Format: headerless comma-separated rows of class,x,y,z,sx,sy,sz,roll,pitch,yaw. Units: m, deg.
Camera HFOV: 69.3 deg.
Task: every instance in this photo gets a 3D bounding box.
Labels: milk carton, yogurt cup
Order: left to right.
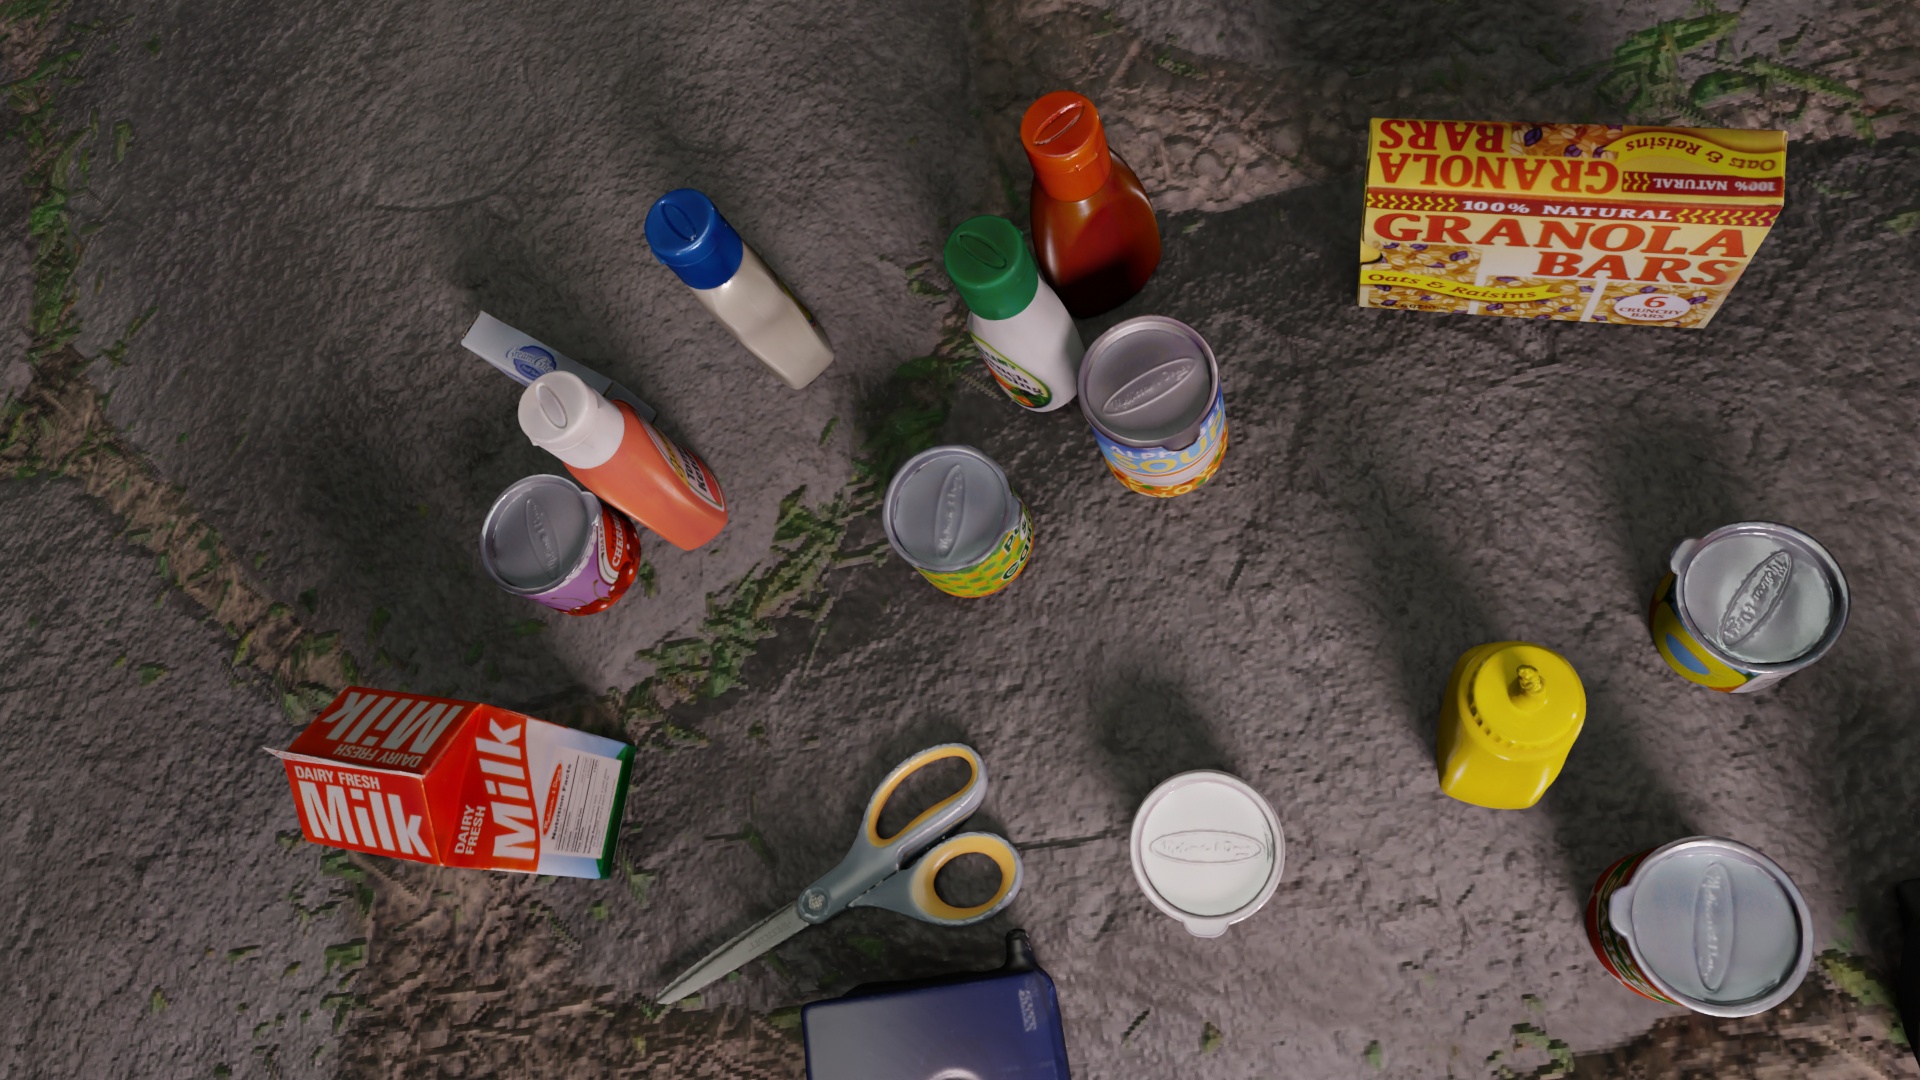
milk carton,-0.234,0.115,0.655,0.072,0.190,0.073,5,76,16
yogurt cup,0.114,0.141,0.633,0.072,0.054,0.072,-4,73,13

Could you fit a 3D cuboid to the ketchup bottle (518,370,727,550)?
ketchup bottle,-0.171,-0.042,0.708,0.043,0.148,0.065,-36,69,2

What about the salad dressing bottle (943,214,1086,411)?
salad dressing bottle,0.027,-0.109,0.679,0.064,0.147,0.044,39,87,21

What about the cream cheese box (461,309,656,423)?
cream cheese box,-0.228,-0.092,0.789,0.104,0.053,0.024,27,83,20

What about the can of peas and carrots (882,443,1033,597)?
can of peas and carrots,0.003,-0.009,0.703,0.071,0.058,0.071,-4,73,13

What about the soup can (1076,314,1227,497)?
soup can,0.097,-0.061,0.681,0.071,0.083,0.071,-4,73,13

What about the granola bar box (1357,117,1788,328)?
granola bar box,0.270,-0.143,0.640,0.165,0.124,0.039,7,76,16

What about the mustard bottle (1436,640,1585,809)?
mustard bottle,0.225,0.072,0.568,0.049,0.160,0.065,7,76,16

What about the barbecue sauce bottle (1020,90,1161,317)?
barbecue sauce bottle,0.062,-0.165,0.686,0.065,0.148,0.044,-38,69,2

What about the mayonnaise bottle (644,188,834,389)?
mayonnaise bottle,-0.114,-0.131,0.721,0.041,0.148,0.065,-41,69,0

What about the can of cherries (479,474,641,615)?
can of cherries,-0.214,0.003,0.754,0.071,0.058,0.071,-4,73,13

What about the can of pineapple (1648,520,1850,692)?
can of pineapple,0.341,0.029,0.607,0.071,0.057,0.071,-4,73,13

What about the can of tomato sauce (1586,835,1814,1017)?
can of tomato sauce,0.295,0.157,0.567,0.071,0.083,0.071,-4,73,13
